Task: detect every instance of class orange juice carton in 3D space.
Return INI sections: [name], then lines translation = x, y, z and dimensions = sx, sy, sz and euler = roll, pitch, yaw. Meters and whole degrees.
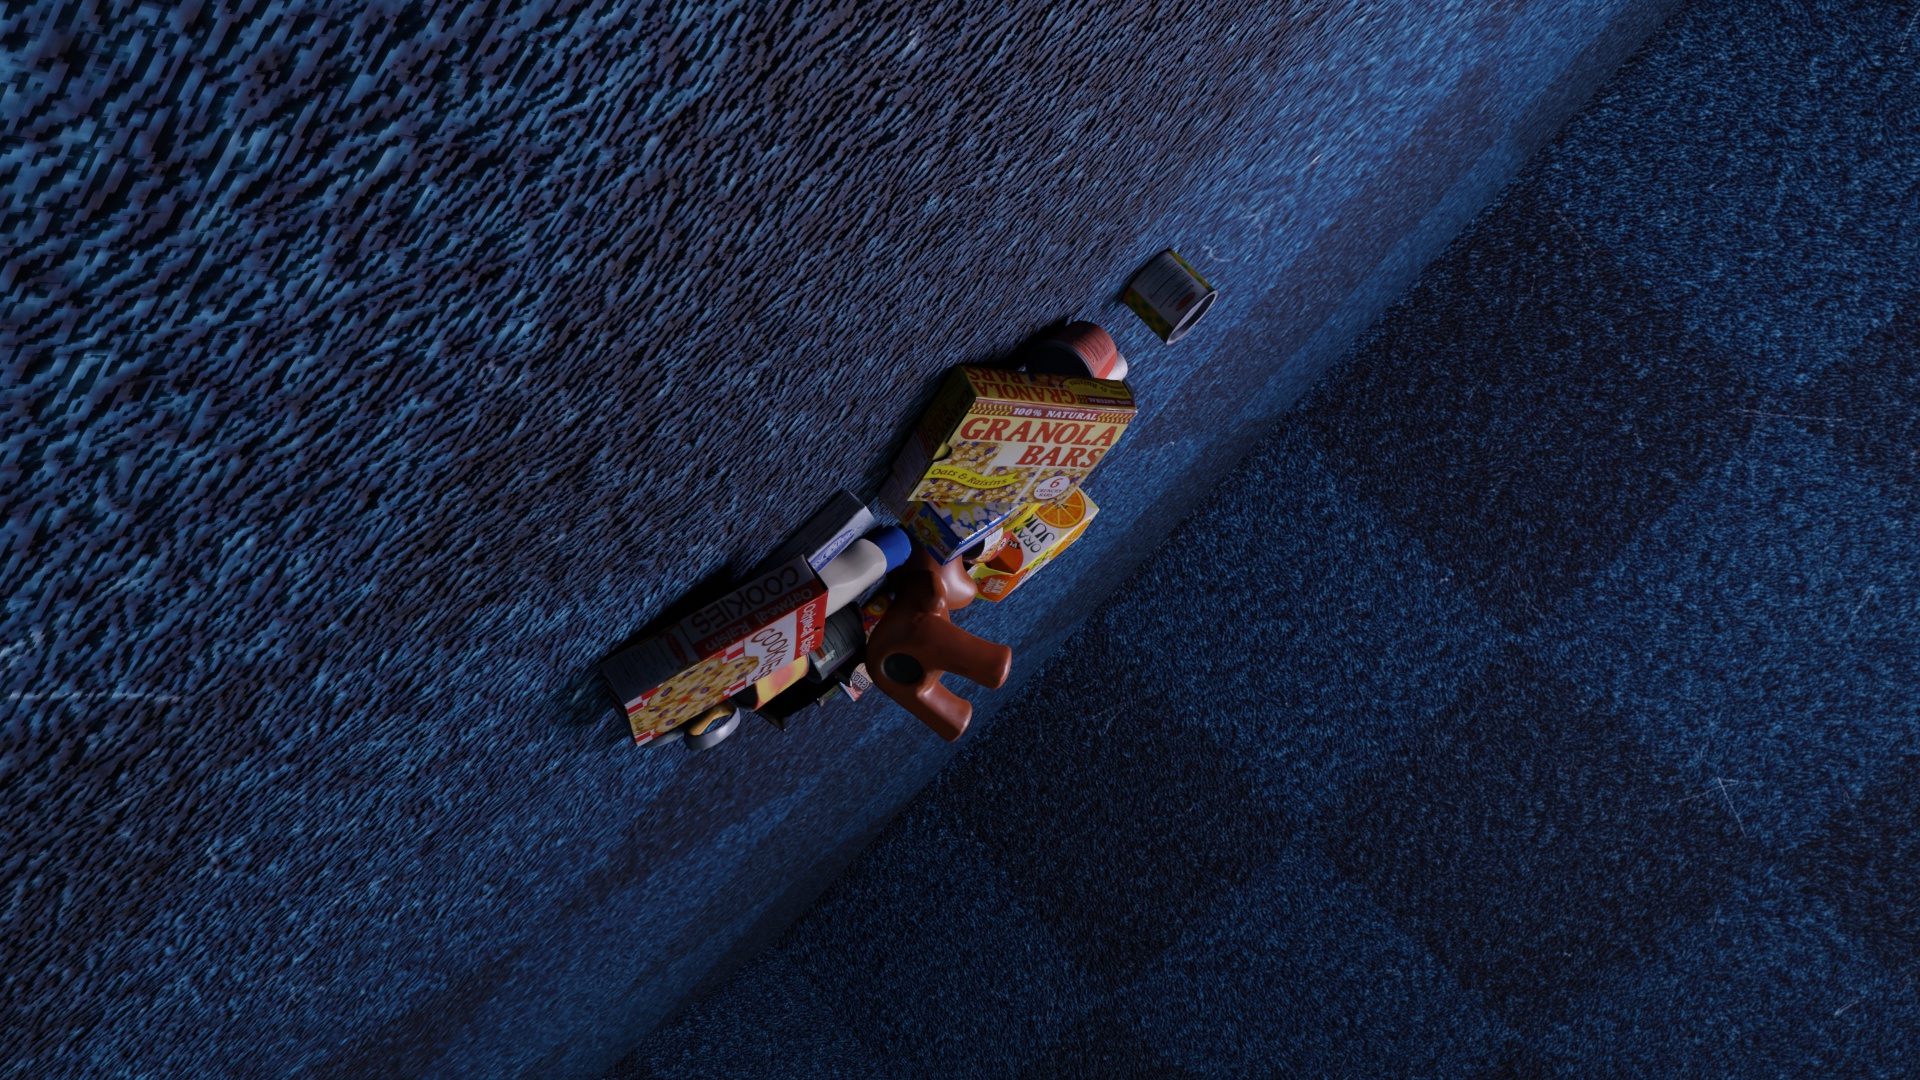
[orange juice carton]
translation = 0.065, 0.002, 1.611
dimensions = 0.193, 0.073, 0.071
euler = -36, 167, -32

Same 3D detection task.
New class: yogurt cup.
[yogurt cup]
translation = 0.097, -0.152, 1.183
dimensions = 0.054, 0.072, 0.072
euler = -45, 172, -39

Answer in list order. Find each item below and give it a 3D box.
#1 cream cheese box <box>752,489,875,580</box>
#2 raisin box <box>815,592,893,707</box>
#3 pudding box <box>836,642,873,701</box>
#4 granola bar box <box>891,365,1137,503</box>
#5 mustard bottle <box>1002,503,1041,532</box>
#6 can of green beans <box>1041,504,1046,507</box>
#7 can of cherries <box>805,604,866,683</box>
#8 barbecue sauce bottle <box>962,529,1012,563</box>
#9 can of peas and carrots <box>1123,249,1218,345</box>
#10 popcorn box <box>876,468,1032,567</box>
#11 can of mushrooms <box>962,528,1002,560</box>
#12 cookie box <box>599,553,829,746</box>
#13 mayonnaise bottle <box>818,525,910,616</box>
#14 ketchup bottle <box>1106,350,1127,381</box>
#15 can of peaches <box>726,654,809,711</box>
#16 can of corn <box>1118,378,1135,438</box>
[cream cheese box]
translation = -0.116, 0.006, 1.103
dimensions = 0.104, 0.024, 0.053
euler = -43, 168, -5
[raisin box]
translation = -0.116, 0.116, 1.474
dimensions = 0.124, 0.040, 0.086
euler = -40, 167, -15
[pudding box]
translation = -0.115, 0.117, 1.397
dimensions = 0.050, 0.030, 0.083
euler = -41, 132, -13
[granola bar box]
translation = 0.044, -0.082, 1.131
dimensions = 0.166, 0.039, 0.123
euler = 0, 142, -35
[mustard bottle]
translation = 0.077, -0.074, 1.360
dimensions = 0.160, 0.065, 0.049
euler = -42, -179, 18
[can of green beans]
translation = 0.085, -0.078, 1.420
dimensions = 0.071, 0.058, 0.071
euler = -42, 169, -10
[can of cherries]
translation = -0.128, 0.085, 1.254
dimensions = 0.058, 0.071, 0.071
euler = -41, 168, -22
[barbecue sauce bottle]
translation = 0.012, -0.005, 1.467
dimensions = 0.064, 0.044, 0.149
euler = -59, 166, 11
[can of peas and carrots]
translation = 0.191, -0.221, 1.269
dimensions = 0.071, 0.059, 0.071
euler = -42, 169, -10
[popcorn box]
translation = 0.000, -0.041, 1.187
dimensions = 0.127, 0.085, 0.038
euler = -33, 165, -47
[can of mushrooms]
translation = 0.005, -0.017, 1.350
dimensions = 0.033, 0.071, 0.070
euler = -35, 166, -42
[cookie box]
translation = -0.182, 0.085, 1.048
dimensions = 0.168, 0.040, 0.122
euler = -29, 164, -19
[mayonnaise bottle]
translation = -0.101, 0.031, 1.209
dimensions = 0.149, 0.041, 0.064
euler = -34, 166, -47
[ketchup bottle]
translation = 0.097, -0.132, 1.305
dimensions = 0.149, 0.043, 0.064
euler = -38, 171, -29
[can of peaches]
translation = -0.170, 0.099, 1.154
dimensions = 0.058, 0.071, 0.071
euler = -35, 166, -37
[can of corn]
translation = 0.137, -0.133, 1.394
dimensions = 0.071, 0.071, 0.058
euler = -40, 169, -18
